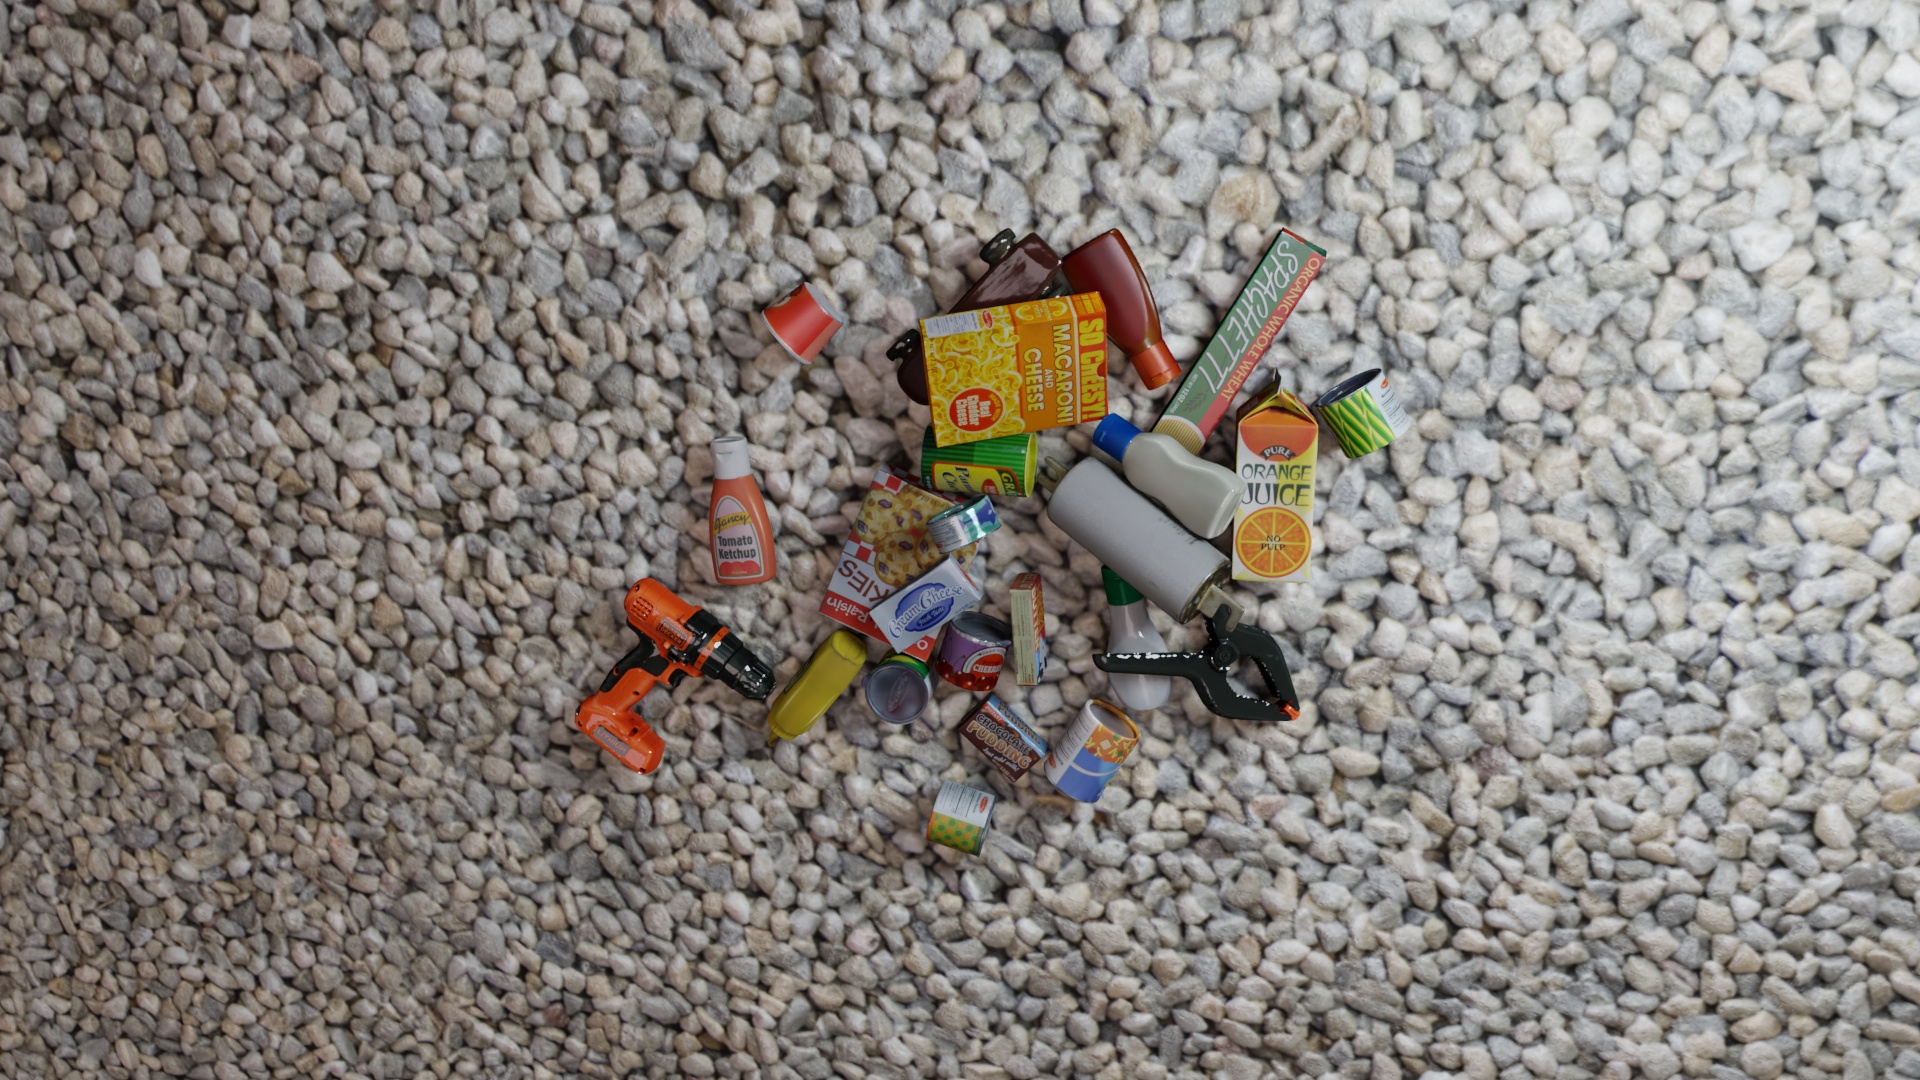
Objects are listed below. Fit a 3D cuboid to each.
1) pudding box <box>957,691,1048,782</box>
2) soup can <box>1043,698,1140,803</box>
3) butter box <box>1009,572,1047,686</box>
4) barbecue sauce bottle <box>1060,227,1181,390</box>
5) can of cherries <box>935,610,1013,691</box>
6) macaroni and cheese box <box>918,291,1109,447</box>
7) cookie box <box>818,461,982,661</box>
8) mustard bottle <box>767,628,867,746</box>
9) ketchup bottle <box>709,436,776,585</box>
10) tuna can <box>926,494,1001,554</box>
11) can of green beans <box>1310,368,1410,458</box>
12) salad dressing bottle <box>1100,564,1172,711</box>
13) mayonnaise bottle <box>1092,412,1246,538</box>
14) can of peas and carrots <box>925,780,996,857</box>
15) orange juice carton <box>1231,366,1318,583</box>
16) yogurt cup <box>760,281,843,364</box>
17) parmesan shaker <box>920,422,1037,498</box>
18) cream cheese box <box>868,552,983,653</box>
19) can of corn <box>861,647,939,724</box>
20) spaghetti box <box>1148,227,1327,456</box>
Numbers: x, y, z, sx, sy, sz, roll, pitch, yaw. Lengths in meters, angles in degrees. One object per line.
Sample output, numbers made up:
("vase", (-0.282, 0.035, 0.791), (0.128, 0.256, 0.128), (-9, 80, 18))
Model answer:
("pudding box", (0.044, 0.203, 1.435), (0.083, 0.030, 0.049), (44, 108, -4))
("soup can", (0.135, 0.213, 1.403), (0.071, 0.071, 0.083), (32, 109, 1))
("butter box", (0.068, 0.088, 1.386), (0.024, 0.053, 0.103), (-1, 105, 14))
("barbecue sauce bottle", (0.154, -0.211, 1.290), (0.064, 0.044, 0.148), (-27, 100, 24))
("can of cherries", (0.014, 0.112, 1.394), (0.071, 0.072, 0.058), (19, 109, 5))
("macaroni and cheese box", (0.052, -0.156, 1.279), (0.167, 0.040, 0.123), (-9, 132, -3))
("cookie box", (-0.055, 0.022, 1.399), (0.123, 0.040, 0.166), (25, 108, 3))
("mustard bottle", (-0.160, 0.162, 1.447), (0.049, 0.065, 0.159), (38, 113, -6))
("ketchup bottle", (-0.227, -0.031, 1.415), (0.065, 0.044, 0.148), (-2, 105, 12))
("tuna can", (0.005, -0.017, 1.323), (0.071, 0.071, 0.033), (-23, 98, 16))
("can of green beans", (0.366, -0.115, 1.264), (0.071, 0.071, 0.057), (-30, 99, 17))
("salad dressing bottle", (0.171, 0.093, 1.374), (0.064, 0.044, 0.147), (-10, 102, 12))
("mayonnaise bottle", (0.189, -0.065, 1.281), (0.148, 0.041, 0.064), (38, 122, 25))
("can of peas and carrots", (0.000, 0.292, 1.451), (0.059, 0.071, 0.070), (17, 108, 7))
("orange juice carton", (0.291, -0.062, 1.291), (0.073, 0.072, 0.192), (2, 106, 10))
("yogurt cup", (-0.150, -0.212, 1.339), (0.054, 0.072, 0.072), (-41, 95, 11))
("parmesan shaker", (0.019, -0.077, 1.343), (0.103, 0.071, 0.071), (5, 107, 11))
("cream cheese box", (-0.035, 0.062, 1.370), (0.103, 0.024, 0.053), (-34, 96, 17))
("can of corn", (-0.061, 0.146, 1.424), (0.071, 0.058, 0.071), (3, 107, 10))
("spaghetti box", (0.250, -0.171, 1.290), (0.050, 0.029, 0.249), (31, 109, 0))
